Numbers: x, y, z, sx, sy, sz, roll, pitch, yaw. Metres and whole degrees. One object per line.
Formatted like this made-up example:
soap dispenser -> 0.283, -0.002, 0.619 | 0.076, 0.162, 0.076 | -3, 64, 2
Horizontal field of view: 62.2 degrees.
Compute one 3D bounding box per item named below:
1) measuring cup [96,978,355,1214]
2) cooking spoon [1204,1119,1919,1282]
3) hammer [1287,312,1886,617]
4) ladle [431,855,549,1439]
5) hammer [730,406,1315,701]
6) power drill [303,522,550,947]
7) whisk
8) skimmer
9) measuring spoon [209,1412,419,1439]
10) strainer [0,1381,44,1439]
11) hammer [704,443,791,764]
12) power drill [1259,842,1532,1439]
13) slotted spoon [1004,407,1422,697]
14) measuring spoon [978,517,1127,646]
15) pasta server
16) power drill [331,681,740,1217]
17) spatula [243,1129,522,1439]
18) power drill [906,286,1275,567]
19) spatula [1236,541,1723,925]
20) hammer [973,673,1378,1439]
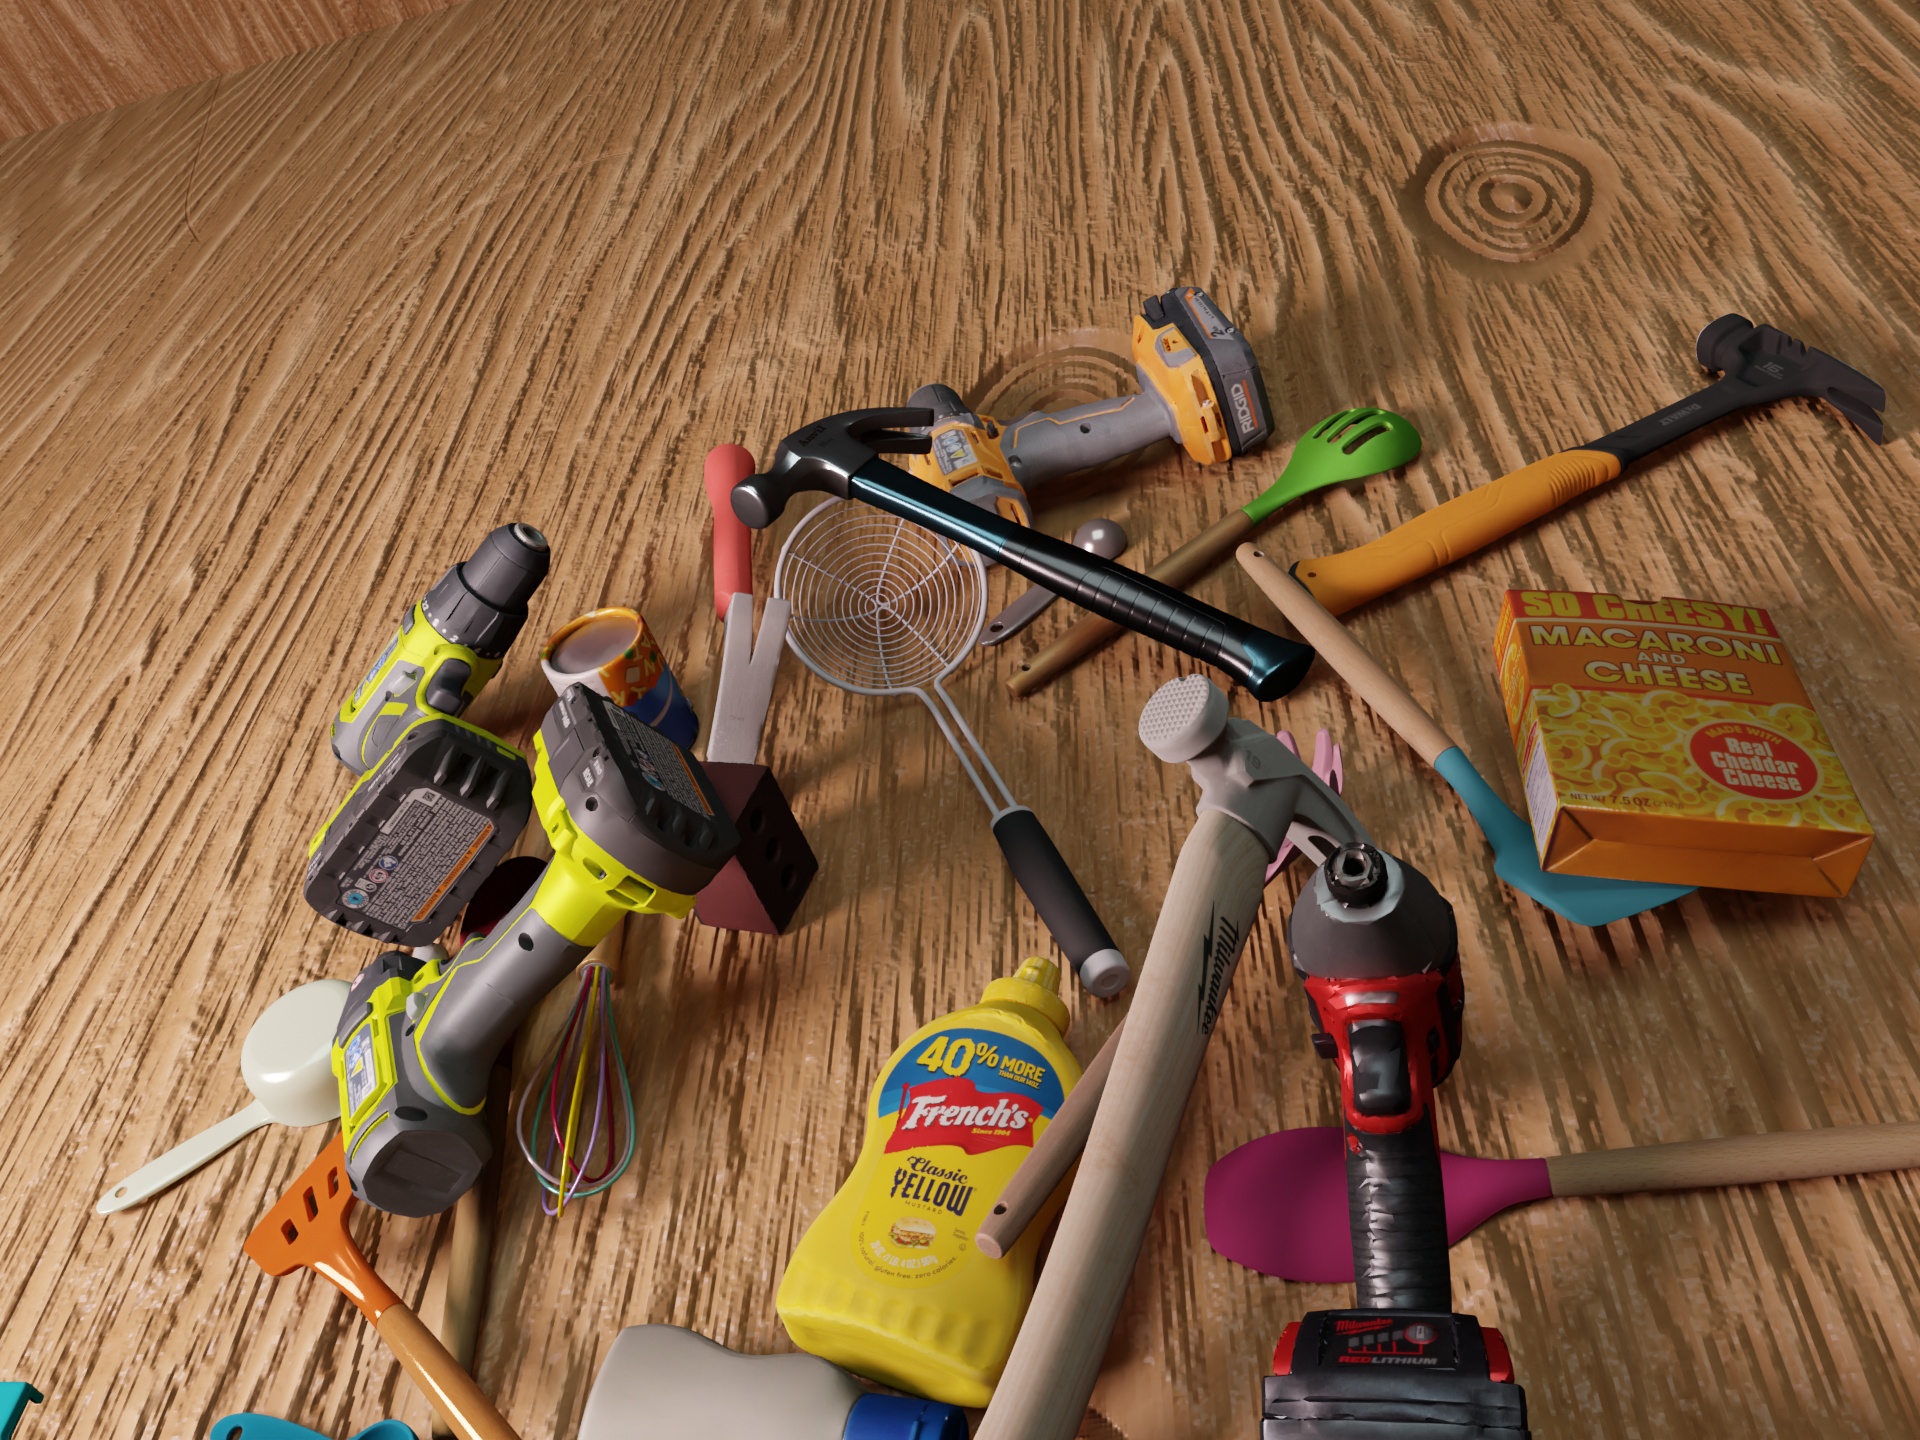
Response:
measuring cup -> -0.376, 0.195, 0.824 | 0.167, 0.038, 0.083 | -33, 42, -18
cooking spoon -> 0.251, 0.171, 0.605 | 0.319, 0.017, 0.069 | -10, 42, 14
hammer -> 0.338, -0.130, 0.891 | 0.337, 0.034, 0.127 | -25, 39, -5
ladle -> -0.229, 0.193, 0.776 | 0.069, 0.031, 0.316 | -23, 41, 13
hammer -> 0.040, -0.093, 0.895 | 0.331, 0.033, 0.128 | 27, 50, 19
power drill -> -0.300, 0.000, 0.918 | 0.190, 0.080, 0.229 | -48, 32, 18
whisk -> -0.184, 0.141, 0.803 | 0.051, 0.047, 0.245 | -16, 37, 7
skimmer -> -0.001, -0.003, 0.847 | 0.127, 0.090, 0.364 | -23, 40, -8
measuring spoon -> -0.272, 0.314, 0.673 | 0.129, 0.021, 0.042 | -4, 47, 32
strainer -> -0.347, 0.412, 0.533 | 0.211, 0.095, 0.341 | -39, 45, -16
hammer -> -0.141, -0.095, 0.995 | 0.036, 0.149, 0.359 | 8, 32, -14
power drill -> 0.149, 0.154, 0.553 | 0.078, 0.143, 0.220 | -6, 53, 18
slotted spoon -> 0.152, -0.105, 0.948 | 0.314, 0.031, 0.070 | -36, 43, -15
measuring spoon -> 0.054, -0.087, 0.973 | 0.124, 0.018, 0.034 | -42, 45, -22
pasta server -> 0.093, 0.106, 0.694 | 0.060, 0.040, 0.316 | -4, 31, 42
power drill -> -0.215, 0.099, 0.758 | 0.223, 0.080, 0.171 | -50, 33, 5
spatula -> -0.221, 0.268, 0.668 | 0.323, 0.041, 0.081 | 26, 70, 39
power drill -> 0.070, -0.203, 1.052 | 0.226, 0.084, 0.186 | -24, 39, 3
spatula -> 0.226, -0.006, 0.777 | 0.082, 0.044, 0.318 | -17, 45, -19
hammer -> 0.064, 0.187, 0.607 | 0.038, 0.146, 0.411 | -10, 47, 50
